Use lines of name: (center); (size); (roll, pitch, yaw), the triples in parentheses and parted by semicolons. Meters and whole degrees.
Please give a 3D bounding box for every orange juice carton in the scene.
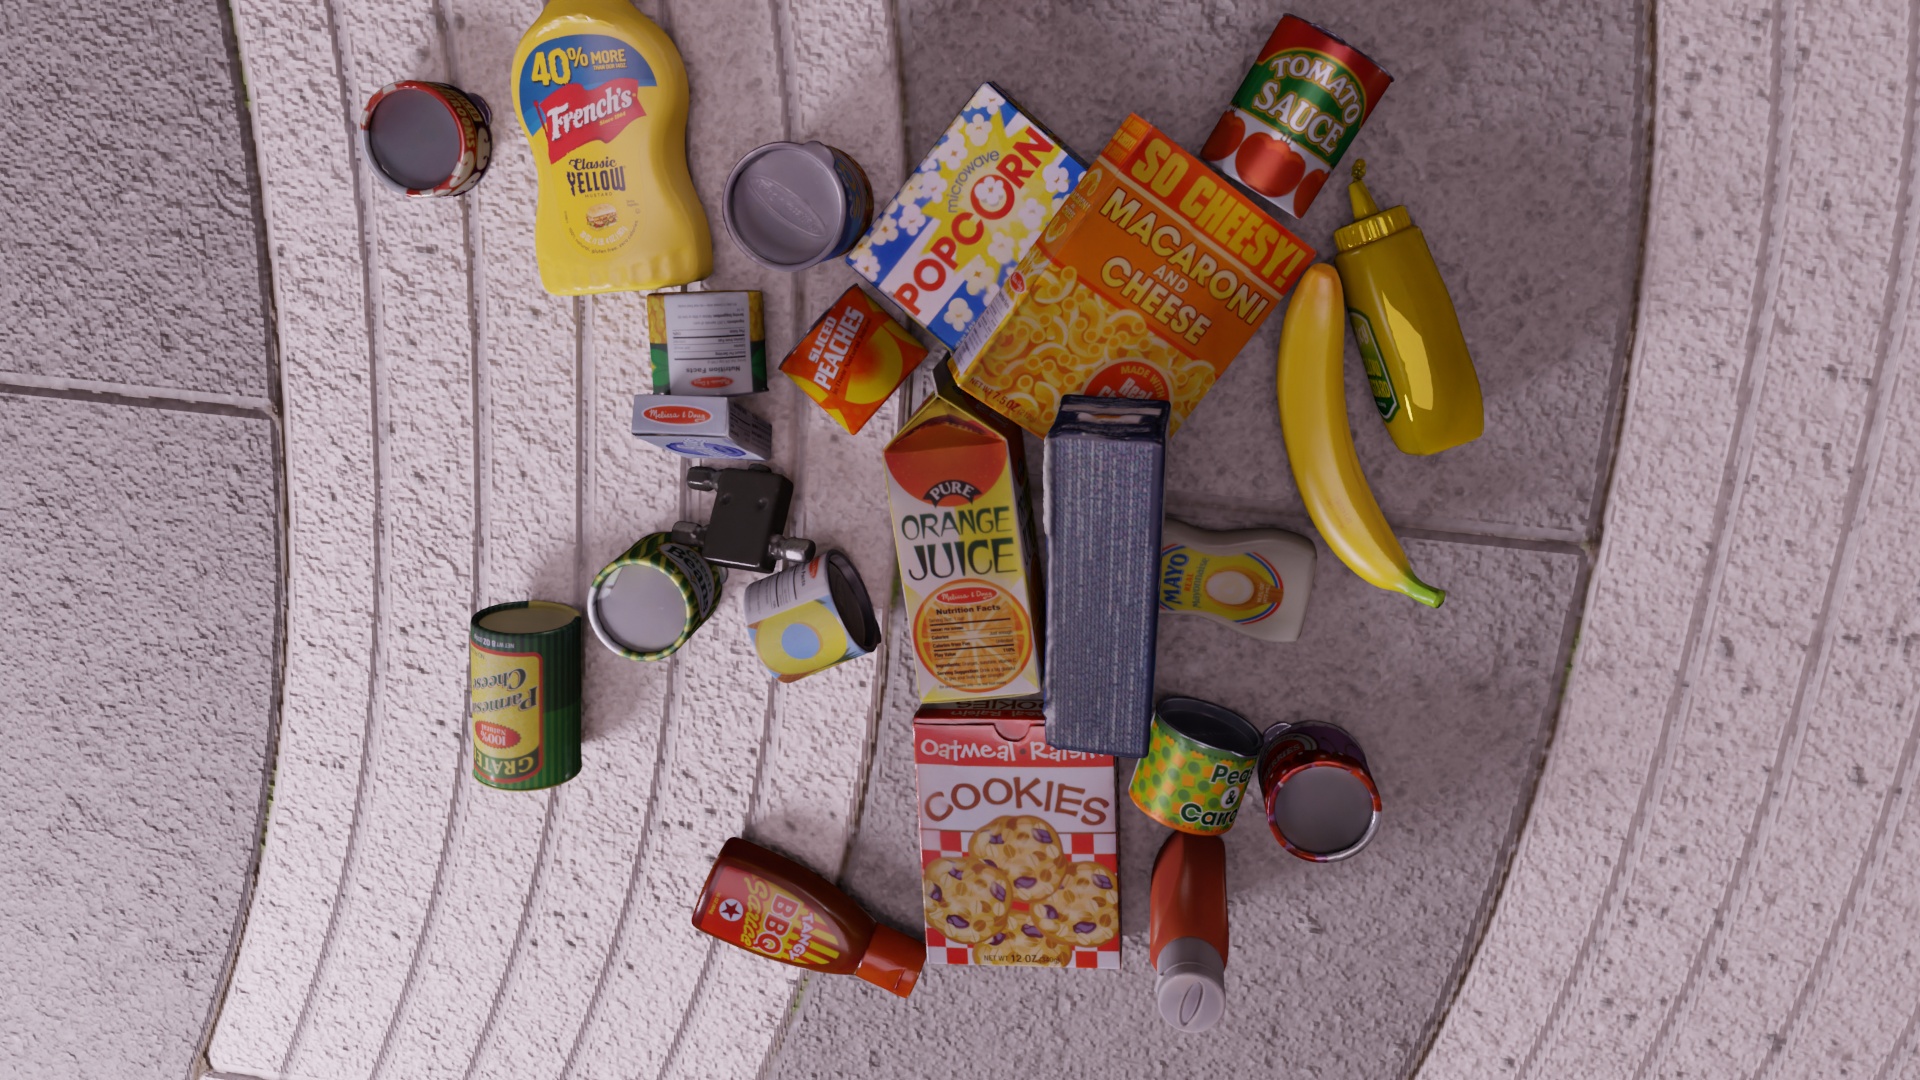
orange juice carton: (0.003, -0.010, 0.800); (0.073, 0.072, 0.192); (-6, 104, 10)

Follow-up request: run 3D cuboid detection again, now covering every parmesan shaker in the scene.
parmesan shaker: (-0.273, 0.095, 0.868); (0.071, 0.071, 0.102); (5, 105, 6)

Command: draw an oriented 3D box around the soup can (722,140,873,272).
soup can: (-0.085, -0.185, 0.758); (0.071, 0.084, 0.071); (2, 106, 7)

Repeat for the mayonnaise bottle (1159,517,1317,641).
mayonnaise bottle: (0.127, 0.017, 0.807); (0.148, 0.041, 0.064); (9, 109, 5)

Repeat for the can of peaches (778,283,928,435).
can of peaches: (-0.060, -0.102, 0.784); (0.058, 0.071, 0.071); (43, 106, -6)

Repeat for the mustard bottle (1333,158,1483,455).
mustard bottle: (0.234, -0.126, 0.746); (0.049, 0.065, 0.160); (-20, 96, 3)

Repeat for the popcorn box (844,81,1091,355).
popcorn box: (0.008, -0.178, 0.772); (0.085, 0.038, 0.126); (40, 106, -4)

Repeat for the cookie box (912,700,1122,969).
cookie box: (0.038, 0.183, 0.863); (0.123, 0.040, 0.167); (-1, 105, 8)

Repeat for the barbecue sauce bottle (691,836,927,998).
barbecue sauce bottle: (-0.095, 0.248, 0.897); (0.148, 0.044, 0.064); (24, 106, 0)

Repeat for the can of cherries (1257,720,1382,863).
can of cherries: (0.209, 0.147, 0.822); (0.071, 0.058, 0.071); (2, 106, 7)

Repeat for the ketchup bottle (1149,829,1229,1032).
ketchup bottle: (0.132, 0.226, 0.806); (0.043, 0.149, 0.064); (17, 107, 4)

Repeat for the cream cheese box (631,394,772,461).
cream cheese box: (-0.144, -0.063, 0.789); (0.053, 0.104, 0.024); (3, 87, 6)

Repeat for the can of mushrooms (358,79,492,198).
can of mushrooms: (-0.307, -0.232, 0.801); (0.071, 0.033, 0.070); (2, 105, 8)

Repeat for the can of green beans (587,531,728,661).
can of green beans: (-0.185, 0.033, 0.843); (0.071, 0.058, 0.071); (2, 105, 7)

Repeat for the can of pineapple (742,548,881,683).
can of pineapple: (-0.089, 0.047, 0.831); (0.058, 0.071, 0.071); (-22, 101, 13)

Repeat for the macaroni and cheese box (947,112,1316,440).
macaroni and cheese box: (0.091, -0.126, 0.755); (0.123, 0.040, 0.166); (30, 107, -24)

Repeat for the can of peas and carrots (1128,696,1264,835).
can of peas and carrots: (0.140, 0.134, 0.822); (0.071, 0.071, 0.058); (17, 107, 3)

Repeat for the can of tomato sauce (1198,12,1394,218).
can of tomato sauce: (0.173, -0.220, 0.723); (0.071, 0.071, 0.083); (31, 107, -2)

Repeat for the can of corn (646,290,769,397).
can of corn: (-0.145, -0.113, 0.796); (0.071, 0.071, 0.058); (0, 101, 8)
